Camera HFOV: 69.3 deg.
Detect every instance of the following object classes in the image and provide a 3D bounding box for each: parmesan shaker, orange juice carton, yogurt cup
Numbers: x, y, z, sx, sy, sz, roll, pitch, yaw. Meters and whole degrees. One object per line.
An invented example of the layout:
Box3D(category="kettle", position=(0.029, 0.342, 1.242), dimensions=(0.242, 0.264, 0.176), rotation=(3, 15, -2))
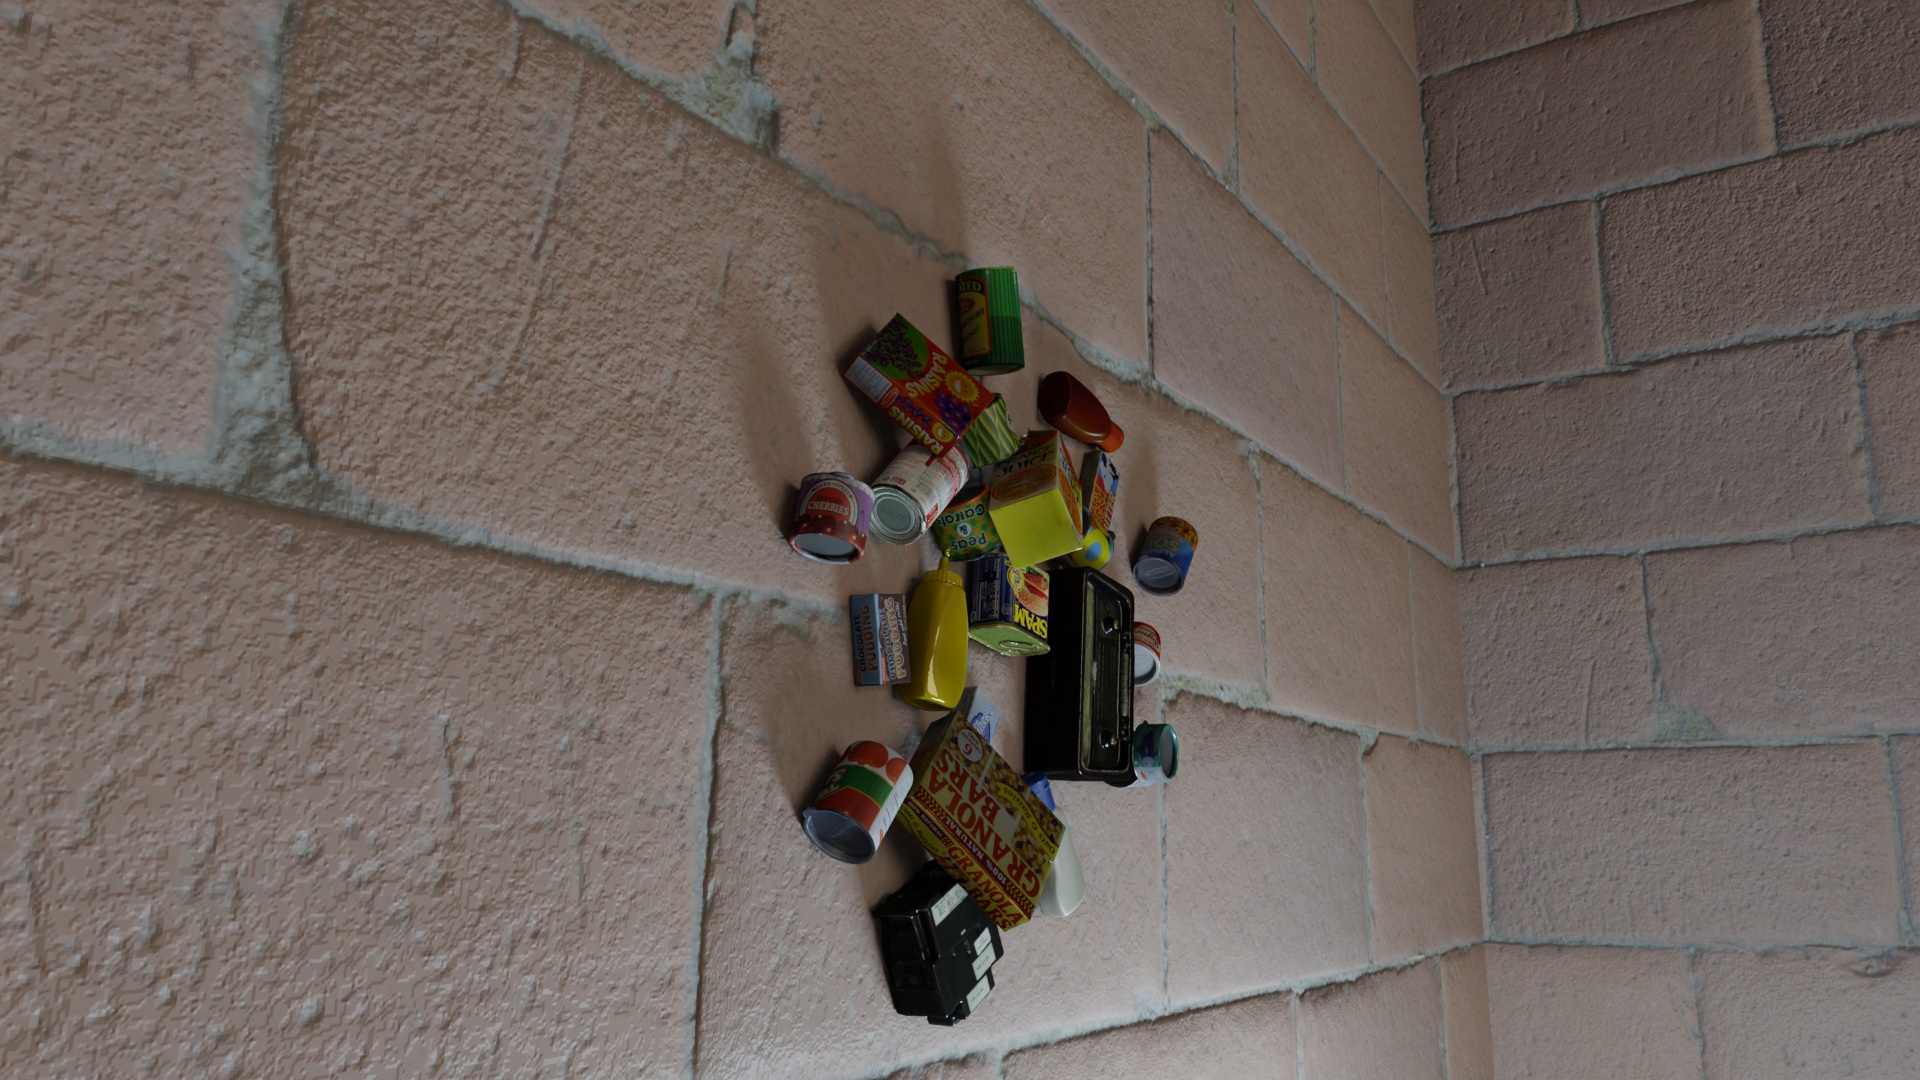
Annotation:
Box3D(category="parmesan shaker", position=(0.033, -0.230, 1.462), dimensions=(0.071, 0.071, 0.103), rotation=(2, 82, -57))
Box3D(category="orange juice carton", position=(0.078, -0.051, 1.409), dimensions=(0.193, 0.073, 0.071), rotation=(-81, 150, -64))
Box3D(category="yogurt cup", position=(0.210, 0.134, 1.668), dimensions=(0.072, 0.072, 0.054), rotation=(66, 28, -24))

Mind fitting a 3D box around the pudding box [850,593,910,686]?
Box3D(category="pudding box", position=(-0.073, 0.090, 1.265), dimensions=(0.050, 0.030, 0.084), rotation=(5, 79, -56))

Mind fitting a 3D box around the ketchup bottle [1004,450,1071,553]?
Box3D(category="ketchup bottle", position=(0.082, -0.044, 1.525), dimensions=(0.064, 0.043, 0.149), rotation=(49, 46, -37))

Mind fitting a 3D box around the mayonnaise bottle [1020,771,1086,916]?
Box3D(category="mayonnaise bottle", position=(0.092, 0.318, 1.465), dimensions=(0.065, 0.041, 0.147), rotation=(-33, 110, -56))

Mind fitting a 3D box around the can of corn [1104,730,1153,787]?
Box3D(category="can of corn", position=(0.196, 0.253, 1.620), dimensions=(0.058, 0.071, 0.071), rotation=(15, 71, -56))

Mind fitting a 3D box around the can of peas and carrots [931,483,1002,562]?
Box3D(category="can of peas and carrots", position=(0.005, -0.017, 1.375), dimensions=(0.071, 0.071, 0.058), rotation=(-41, 117, -53))

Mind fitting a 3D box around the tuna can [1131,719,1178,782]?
Box3D(category="tuna can", position=(0.219, 0.236, 1.557), dimensions=(0.071, 0.033, 0.071), rotation=(16, 71, -60))

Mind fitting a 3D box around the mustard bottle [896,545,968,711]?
Box3D(category="mustard bottle", position=(-0.022, 0.081, 1.329), dimensions=(0.065, 0.048, 0.161), rotation=(32, 57, -45))

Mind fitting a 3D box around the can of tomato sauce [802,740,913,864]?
Box3D(category="can of tomato sauce", position=(-0.088, 0.221, 1.183), dimensions=(0.071, 0.071, 0.083), rotation=(63, 36, -27))

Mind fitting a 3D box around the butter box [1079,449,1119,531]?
Box3D(category="butter box", position=(0.163, -0.052, 1.671), dimensions=(0.053, 0.024, 0.104), rotation=(47, 46, -42))

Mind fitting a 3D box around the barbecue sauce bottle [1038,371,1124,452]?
Box3D(category="barbecue sauce bottle", position=(0.147, -0.145, 1.648), dimensions=(0.148, 0.043, 0.065), rotation=(29, 60, -52))

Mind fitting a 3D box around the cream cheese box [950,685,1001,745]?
Box3D(category="cream cheese box", position=(0.006, 0.200, 1.370), dimensions=(0.053, 0.024, 0.104), rotation=(53, 42, -36))

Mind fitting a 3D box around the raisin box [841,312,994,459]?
Box3D(category="raisin box", position=(-0.038, -0.146, 1.309), dimensions=(0.123, 0.040, 0.086), rotation=(41, 42, -4))

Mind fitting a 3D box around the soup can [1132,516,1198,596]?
Box3D(category="soup can", position=(0.261, 0.017, 1.769), dimensions=(0.071, 0.071, 0.084), rotation=(61, 38, -30))

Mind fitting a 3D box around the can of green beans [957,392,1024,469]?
Box3D(category="can of green beans", position=(0.021, -0.113, 1.423), dimensions=(0.071, 0.071, 0.057), rotation=(-46, 121, -51))

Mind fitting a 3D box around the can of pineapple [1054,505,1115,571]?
Box3D(category="can of pineapple", position=(0.133, -0.001, 1.571), dimensions=(0.057, 0.071, 0.071), rotation=(46, 47, -43))

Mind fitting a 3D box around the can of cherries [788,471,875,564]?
Box3D(category="can of cherries", position=(-0.111, -0.019, 1.194), dimensions=(0.071, 0.071, 0.058), rotation=(39, 53, -47))

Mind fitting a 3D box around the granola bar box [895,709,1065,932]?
Box3D(category="granola bar box", position=(0.019, 0.257, 1.282), dimensions=(0.165, 0.039, 0.125), rotation=(48, 36, -12))
